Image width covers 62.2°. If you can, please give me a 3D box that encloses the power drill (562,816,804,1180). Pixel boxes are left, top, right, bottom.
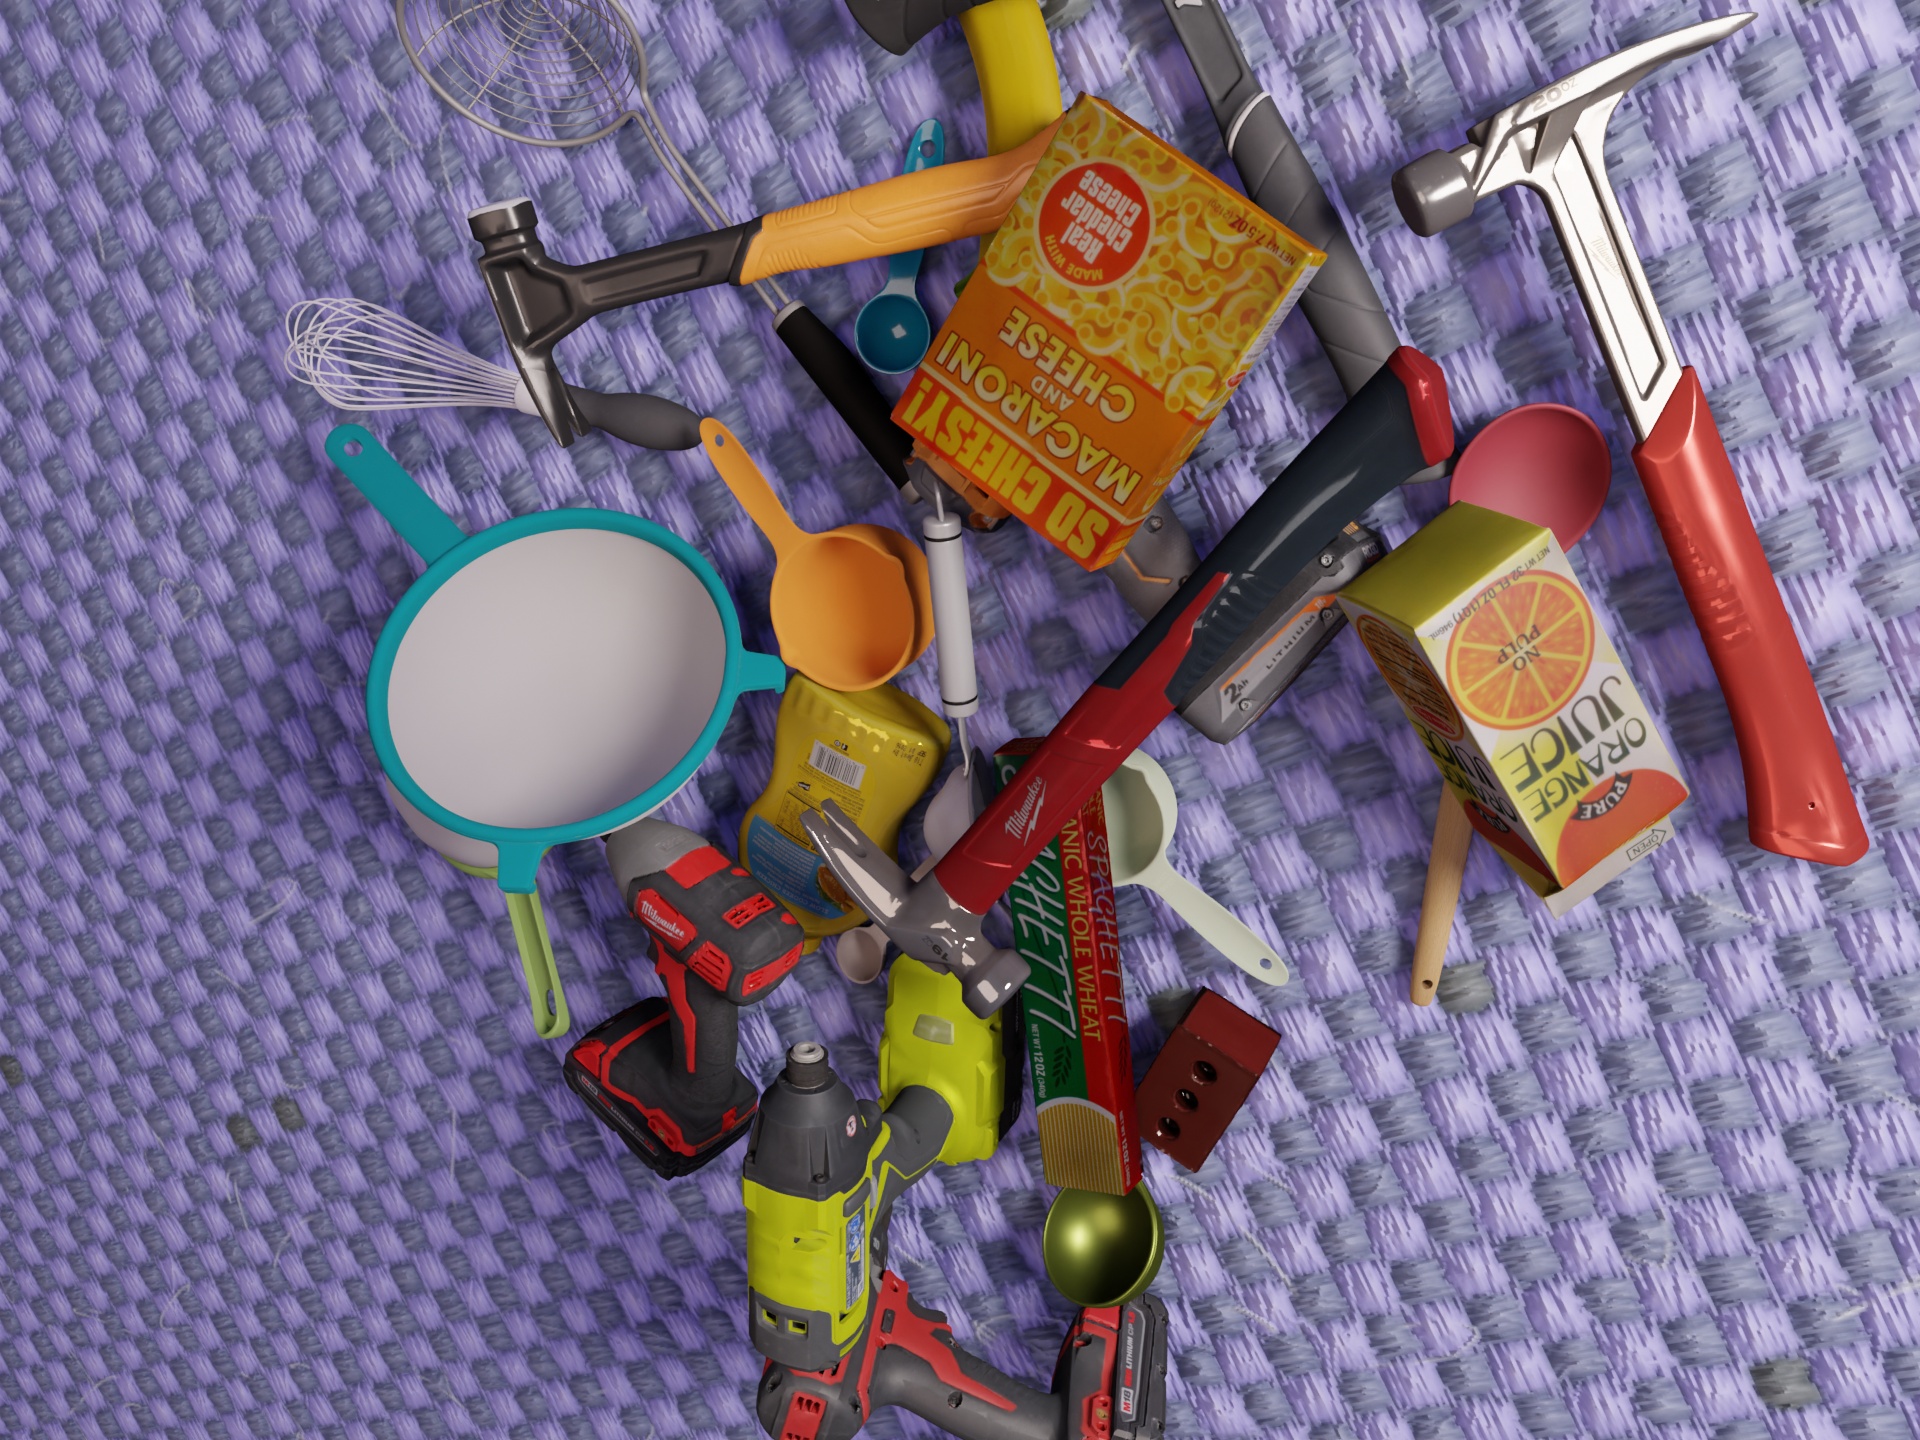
[{"bbox_3d":[-0.173,0.160,0.956,0.143,0.078,0.219,37,132,23],"label":"power drill"}]

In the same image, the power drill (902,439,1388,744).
[{"bbox_3d":[0.100,-0.124,0.767,0.226,0.084,0.185,44,118,11],"label":"power drill"}]

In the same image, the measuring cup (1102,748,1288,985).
[{"bbox_3d":[0.113,0.077,0.851,0.167,0.038,0.083,41,119,6],"label":"measuring cup"}]

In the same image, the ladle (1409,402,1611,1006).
[{"bbox_3d":[0.249,0.002,0.765,0.069,0.031,0.315,7,113,7],"label":"ladle"}]

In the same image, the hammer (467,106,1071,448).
[{"bbox_3d":[-0.080,-0.228,0.783,0.337,0.034,0.127,-8,112,20],"label":"hammer"}]

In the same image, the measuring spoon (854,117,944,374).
[{"bbox_3d":[-0.024,-0.243,0.823,0.042,0.021,0.128,15,104,13],"label":"measuring spoon"}]

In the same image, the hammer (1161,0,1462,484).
[{"bbox_3d":[0.127,-0.292,0.722,0.149,0.036,0.409,-25,96,29],"label":"hammer"}]

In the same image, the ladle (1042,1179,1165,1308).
[{"bbox_3d":[0.060,0.180,0.900,0.078,0.062,0.320,-3,103,40],"label":"ladle"}]

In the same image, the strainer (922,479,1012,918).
[{"bbox_3d":[-0.001,-0.003,0.834,0.050,0.087,0.258,-3,117,6],"label":"strainer"}]

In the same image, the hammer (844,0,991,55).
[{"bbox_3d":[0.099,-0.355,0.674,0.335,0.035,0.146,-6,105,25],"label":"hammer"}]

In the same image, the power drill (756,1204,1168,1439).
[{"bbox_3d":[0.003,0.360,0.940,0.226,0.188,0.080,16,119,0],"label":"power drill"}]

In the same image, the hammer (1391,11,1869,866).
[{"bbox_3d":[0.321,-0.103,0.678,0.149,0.037,0.359,-25,101,7],"label":"hammer"}]

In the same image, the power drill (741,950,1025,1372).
[{"bbox_3d":[-0.041,0.213,0.861,0.080,0.223,0.171,10,111,22],"label":"power drill"}]

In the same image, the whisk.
[{"bbox_3d":[-0.278,-0.198,0.935,0.285,0.070,0.070,15,113,15],"label":"whisk"}]

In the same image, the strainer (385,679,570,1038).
[{"bbox_3d":[-0.300,0.076,0.986,0.151,0.069,0.256,-25,76,29],"label":"strainer"}]

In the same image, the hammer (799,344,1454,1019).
[{"bbox_3d":[0.071,-0.024,0.736,0.143,0.038,0.386,44,120,9],"label":"hammer"}]

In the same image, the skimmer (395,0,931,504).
[{"bbox_3d":[-0.147,-0.250,0.833,0.363,0.090,0.127,52,141,0],"label":"skimmer"}]

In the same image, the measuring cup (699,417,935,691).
[{"bbox_3d":[-0.079,-0.098,0.875,0.095,0.052,0.173,-38,86,29],"label":"measuring cup"}]

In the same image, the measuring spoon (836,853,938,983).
[{"bbox_3d":[-0.030,0.110,0.945,0.124,0.018,0.034,-48,69,23],"label":"measuring spoon"}]

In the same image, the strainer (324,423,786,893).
[{"bbox_3d":[-0.266,-0.052,0.944,0.341,0.211,0.095,43,164,23],"label":"strainer"}]
